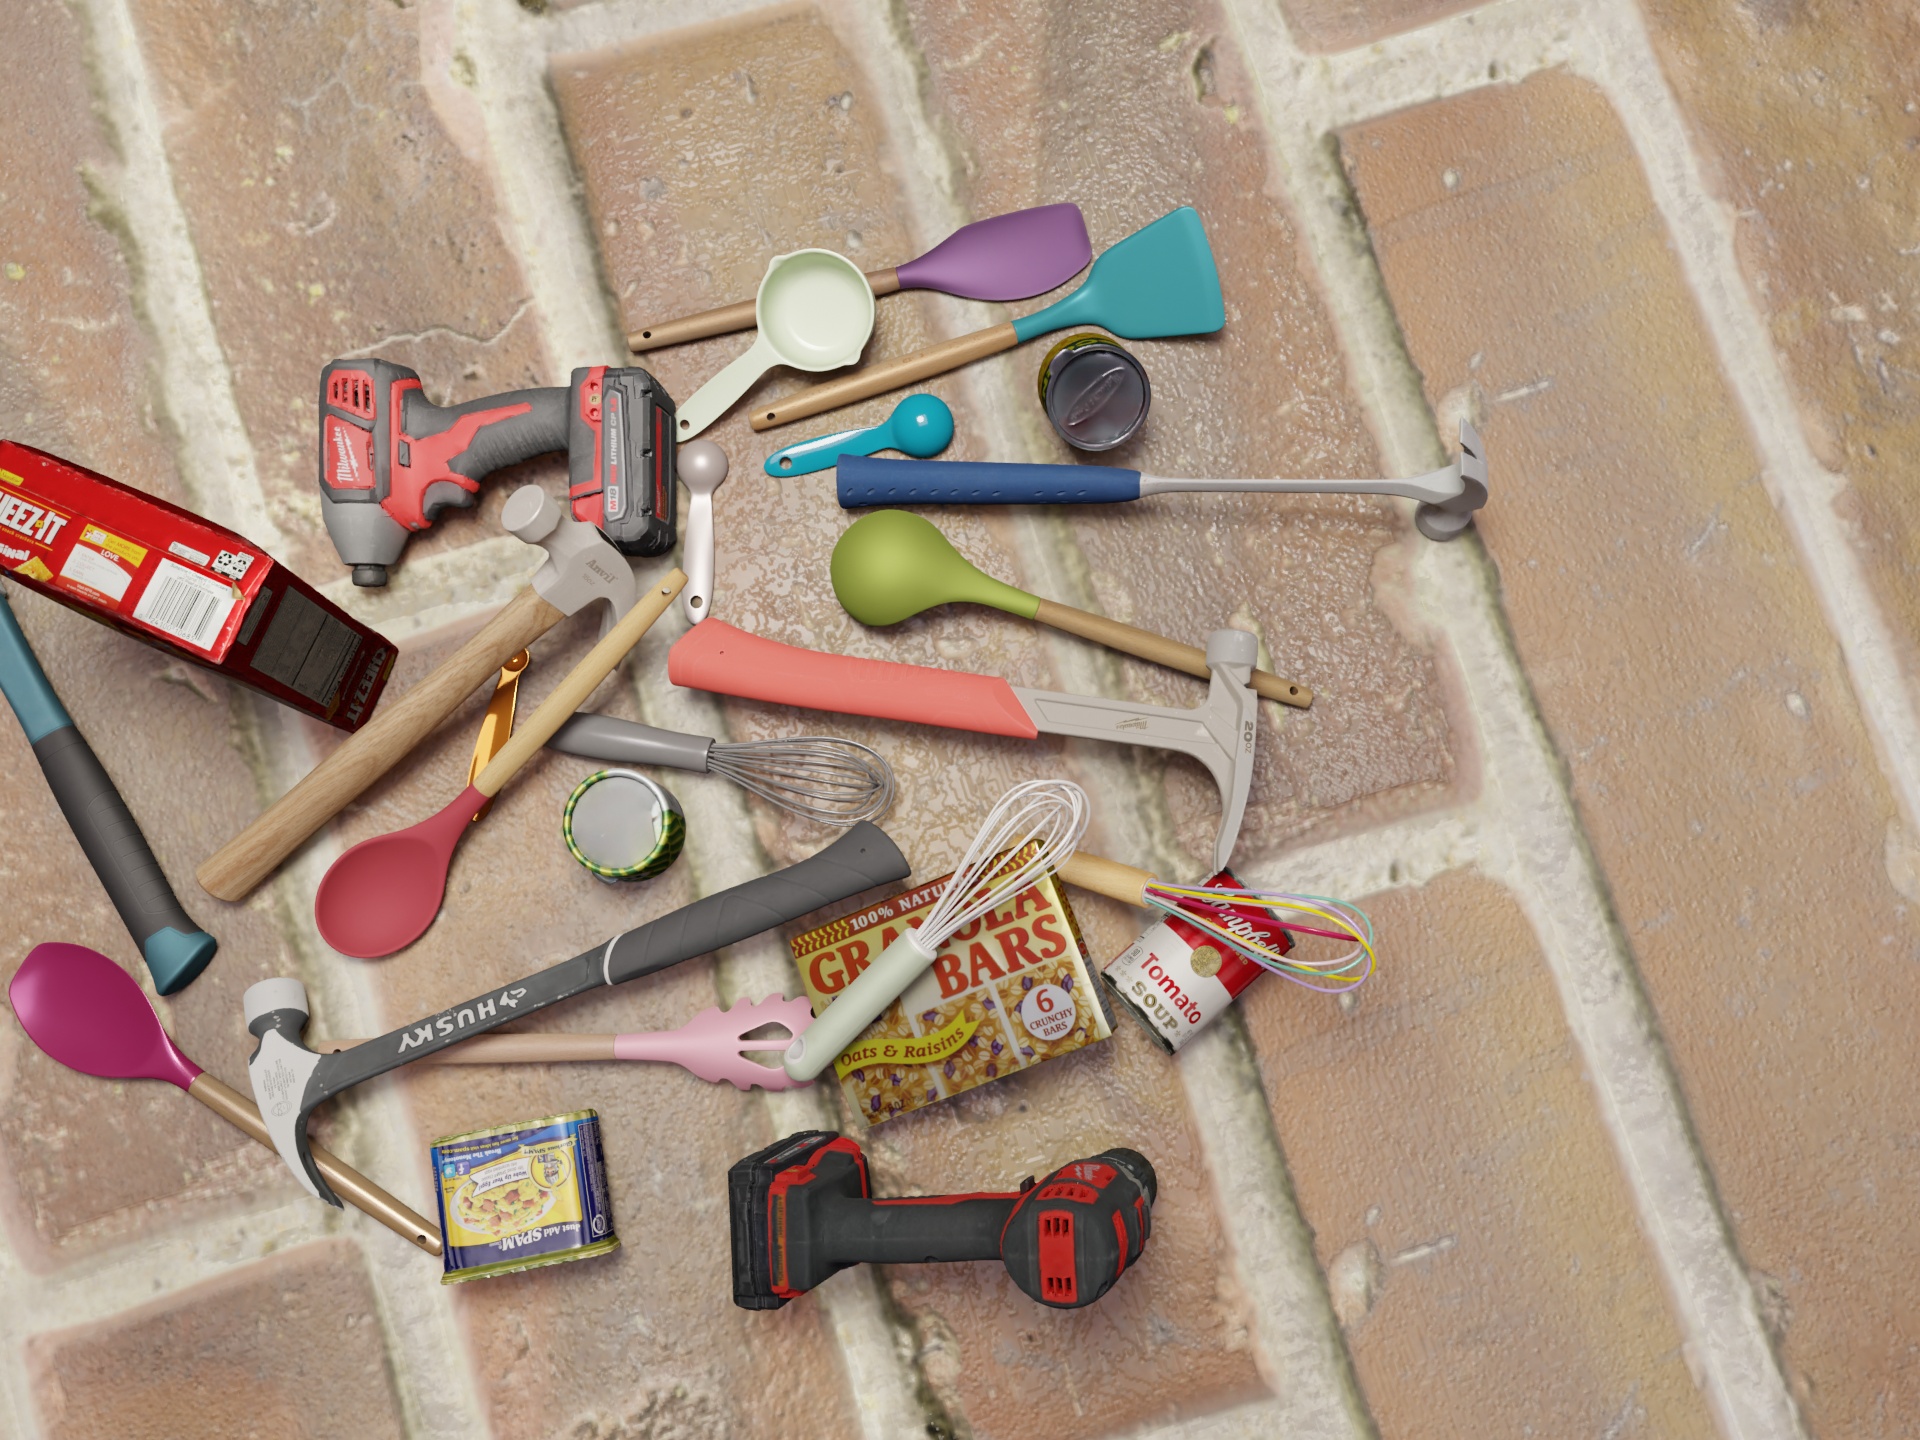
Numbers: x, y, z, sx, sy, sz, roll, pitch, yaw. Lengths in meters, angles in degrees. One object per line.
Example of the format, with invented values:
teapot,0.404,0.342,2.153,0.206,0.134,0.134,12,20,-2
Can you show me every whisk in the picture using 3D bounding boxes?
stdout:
whisk,-0.017,0.124,0.924,0.246,0.058,0.059,-46,126,11
whisk,0.130,0.102,0.932,0.245,0.047,0.051,15,76,36
whisk,-0.159,0.025,0.999,0.239,0.055,0.055,10,81,6

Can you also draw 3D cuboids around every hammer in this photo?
hammer,0.124,-0.150,0.997,0.405,0.144,0.035,1,81,6
hammer,-0.002,-0.003,0.972,0.359,0.036,0.149,8,78,4
hammer,-0.561,0.021,0.998,0.128,0.033,0.331,-32,83,-6
hammer,-0.224,0.154,0.950,0.409,0.036,0.149,-21,59,-3
hammer,-0.333,0.000,0.968,0.331,0.129,0.031,-40,52,7

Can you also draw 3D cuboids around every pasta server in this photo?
pasta server,-0.236,0.201,0.979,0.316,0.040,0.060,-2,81,3

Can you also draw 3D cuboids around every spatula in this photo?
spatula,0.012,-0.247,1.041,0.317,0.044,0.082,-20,109,-2
spatula,-0.066,-0.286,1.060,0.316,0.018,0.060,-14,85,-4

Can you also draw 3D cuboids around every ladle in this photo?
ladle,0.071,-0.060,1.020,0.320,0.062,0.078,18,75,-5
ladle,-0.277,0.023,0.974,0.069,0.031,0.315,42,95,-19

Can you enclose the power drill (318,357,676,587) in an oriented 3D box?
power drill,-0.296,-0.155,1.005,0.219,0.078,0.143,0,90,3

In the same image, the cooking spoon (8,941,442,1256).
cooking spoon,-0.446,0.236,0.973,0.319,0.017,0.069,32,86,5

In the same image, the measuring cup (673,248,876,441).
measuring cup,-0.126,-0.239,1.039,0.167,0.038,0.083,-37,100,14

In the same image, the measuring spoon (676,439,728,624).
measuring spoon,-0.170,-0.124,1.032,0.034,0.018,0.124,1,82,-1

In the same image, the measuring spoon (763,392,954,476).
measuring spoon,-0.066,-0.180,1.036,0.128,0.021,0.042,-15,106,0

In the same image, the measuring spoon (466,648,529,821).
measuring spoon,-0.296,0.008,1.016,0.021,0.011,0.117,12,85,1

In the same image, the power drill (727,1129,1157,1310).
power drill,0.000,0.280,0.912,0.227,0.188,0.080,-4,86,17
